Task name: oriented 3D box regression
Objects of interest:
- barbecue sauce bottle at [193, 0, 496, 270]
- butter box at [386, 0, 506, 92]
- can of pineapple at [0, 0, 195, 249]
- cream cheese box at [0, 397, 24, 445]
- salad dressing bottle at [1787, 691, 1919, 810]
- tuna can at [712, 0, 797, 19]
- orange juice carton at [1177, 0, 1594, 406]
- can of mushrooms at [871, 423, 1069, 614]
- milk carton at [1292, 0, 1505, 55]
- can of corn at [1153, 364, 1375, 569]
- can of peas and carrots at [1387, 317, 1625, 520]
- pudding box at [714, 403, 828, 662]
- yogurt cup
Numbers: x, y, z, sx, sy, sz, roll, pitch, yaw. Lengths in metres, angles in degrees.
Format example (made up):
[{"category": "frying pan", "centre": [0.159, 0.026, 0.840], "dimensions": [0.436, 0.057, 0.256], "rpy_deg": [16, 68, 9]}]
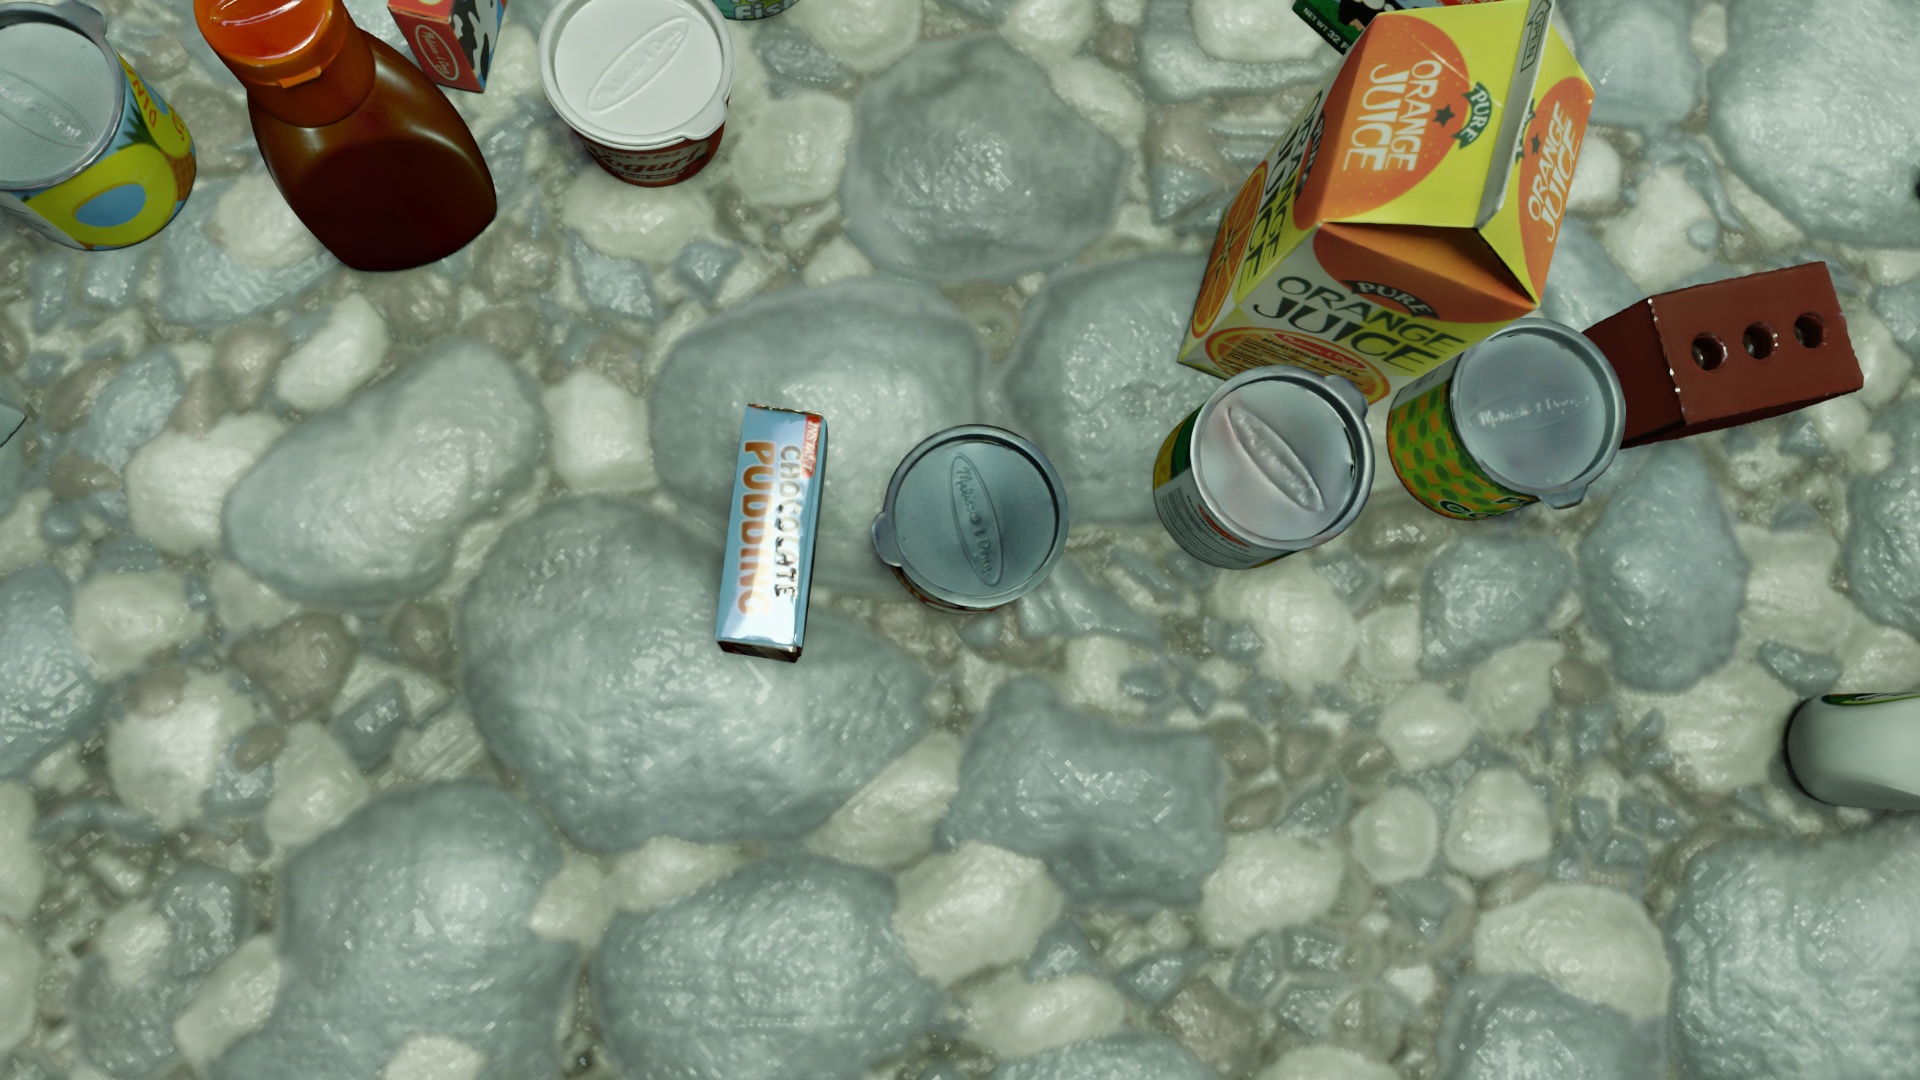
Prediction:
[{"category": "barbecue sauce bottle", "centre": [-0.195, -0.133, 0.445], "dimensions": [0.065, 0.148, 0.043], "rpy_deg": [-24, 85, -9]}, {"category": "butter box", "centre": [-0.180, -0.225, 0.510], "dimensions": [0.024, 0.053, 0.103], "rpy_deg": [11, 80, -5]}, {"category": "can of pineapple", "centre": [-0.308, -0.142, 0.479], "dimensions": [0.071, 0.057, 0.071], "rpy_deg": [1, 81, -7]}, {"category": "cream cheese box", "centre": [-0.374, -0.066, 0.461], "dimensions": [0.104, 0.053, 0.024], "rpy_deg": [33, 79, -1]}, {"category": "salad dressing bottle", "centre": [0.354, 0.072, 0.477], "dimensions": [0.064, 0.147, 0.044], "rpy_deg": [7, 81, -5]}, {"category": "tuna can", "centre": [-0.084, -0.235, 0.533], "dimensions": [0.071, 0.032, 0.071], "rpy_deg": [1, 81, -7]}, {"category": "orange juice carton", "centre": [0.139, -0.104, 0.457], "dimensions": [0.073, 0.192, 0.072], "rpy_deg": [19, 80, -3]}, {"category": "can of mushrooms", "centre": [0.002, -0.006, 0.506], "dimensions": [0.071, 0.033, 0.071], "rpy_deg": [1, 81, -7]}, {"category": "milk carton", "centre": [0.195, -0.236, 0.486], "dimensions": [0.072, 0.190, 0.073], "rpy_deg": [43, 79, 1]}, {"category": "can of corn", "centre": [0.111, -0.026, 0.510], "dimensions": [0.071, 0.058, 0.071], "rpy_deg": [1, 81, -7]}, {"category": "can of peas and carrots", "centre": [0.204, -0.042, 0.523], "dimensions": [0.071, 0.058, 0.071], "rpy_deg": [1, 81, -7]}, {"category": "pudding box", "centre": [-0.066, -0.001, 0.489], "dimensions": [0.030, 0.049, 0.084], "rpy_deg": [7, 80, -6]}, {"category": "yogurt cup", "centre": [-0.115, -0.165, 0.507], "dimensions": [0.072, 0.054, 0.072], "rpy_deg": [1, 81, -7]}]
